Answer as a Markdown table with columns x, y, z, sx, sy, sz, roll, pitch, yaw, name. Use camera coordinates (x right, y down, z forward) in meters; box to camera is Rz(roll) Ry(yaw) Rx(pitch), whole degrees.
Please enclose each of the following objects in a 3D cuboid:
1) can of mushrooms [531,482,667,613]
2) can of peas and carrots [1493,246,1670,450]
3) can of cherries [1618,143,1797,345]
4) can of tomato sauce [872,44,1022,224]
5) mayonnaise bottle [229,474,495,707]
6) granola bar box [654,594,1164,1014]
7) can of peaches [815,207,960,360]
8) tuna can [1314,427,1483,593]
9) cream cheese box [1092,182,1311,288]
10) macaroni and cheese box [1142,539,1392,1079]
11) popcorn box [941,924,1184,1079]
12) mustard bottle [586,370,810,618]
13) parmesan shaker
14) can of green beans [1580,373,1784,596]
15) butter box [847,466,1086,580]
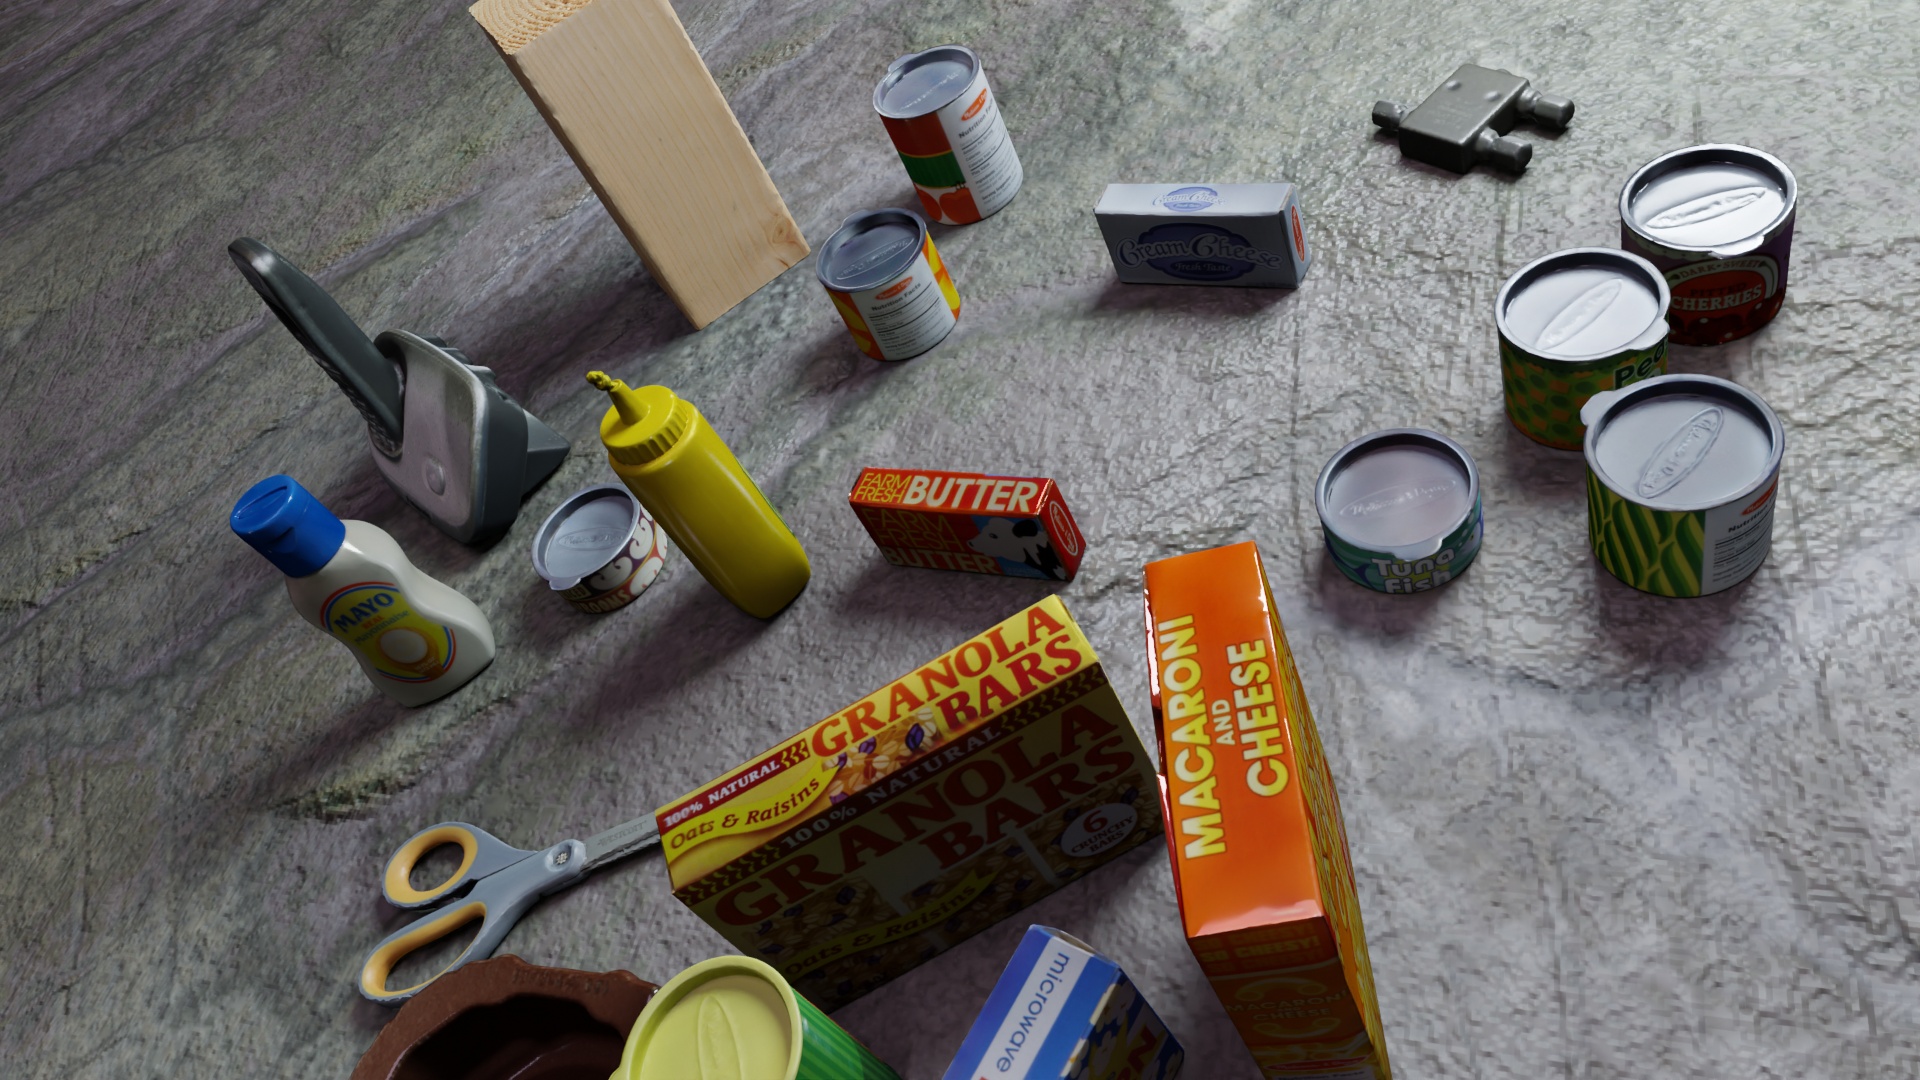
| x | y | z | sx | sy | sz | roll | pitch | yaw | name |
| --- | --- | --- | --- | --- | --- | --- | --- | --- | --- |
| -0.196 | 0.006 | 0.751 | 0.071 | 0.033 | 0.071 | -13 | 49 | 16 | can of mushrooms |
| 0.265 | -0.080 | 0.586 | 0.071 | 0.058 | 0.071 | -13 | 49 | 16 | can of peas and carrots |
| 0.320 | -0.125 | 0.598 | 0.071 | 0.058 | 0.072 | -13 | 49 | 16 | can of cherries |
| -0.007 | -0.242 | 0.830 | 0.071 | 0.082 | 0.071 | -13 | 49 | 16 | can of tomato sauce |
| -0.304 | 0.026 | 0.707 | 0.065 | 0.147 | 0.041 | -31 | 47 | 0 | mayonnaise bottle |
| -0.011 | 0.103 | 0.522 | 0.165 | 0.123 | 0.039 | -29 | 47 | 1 | granola bar box |
| -0.040 | -0.145 | 0.784 | 0.071 | 0.058 | 0.071 | -13 | 49 | 16 | can of peaches |
| 0.186 | -0.011 | 0.585 | 0.071 | 0.032 | 0.071 | -13 | 49 | 16 | tuna can |
| 0.125 | -0.158 | 0.720 | 0.104 | 0.053 | 0.024 | 9 | 58 | 31 | cream cheese box |
| 0.100 | 0.099 | 0.445 | 0.040 | 0.165 | 0.124 | -14 | 49 | 15 | macaroni and cheese box |
| 0.021 | 0.201 | 0.454 | 0.038 | 0.085 | 0.127 | 17 | 62 | 35 | popcorn box |
| -0.127 | -0.027 | 0.659 | 0.049 | 0.159 | 0.065 | -43 | 48 | -11 | mustard bottle |
| -0.066 | 0.197 | 0.486 | 0.071 | 0.102 | 0.072 | -13 | 49 | 16 | parmesan shaker |
| 0.276 | -0.021 | 0.533 | 0.071 | 0.057 | 0.071 | -13 | 49 | 16 | can of green beans |
| 0.002 | -0.008 | 0.656 | 0.103 | 0.053 | 0.024 | 5 | 56 | 29 | butter box |
